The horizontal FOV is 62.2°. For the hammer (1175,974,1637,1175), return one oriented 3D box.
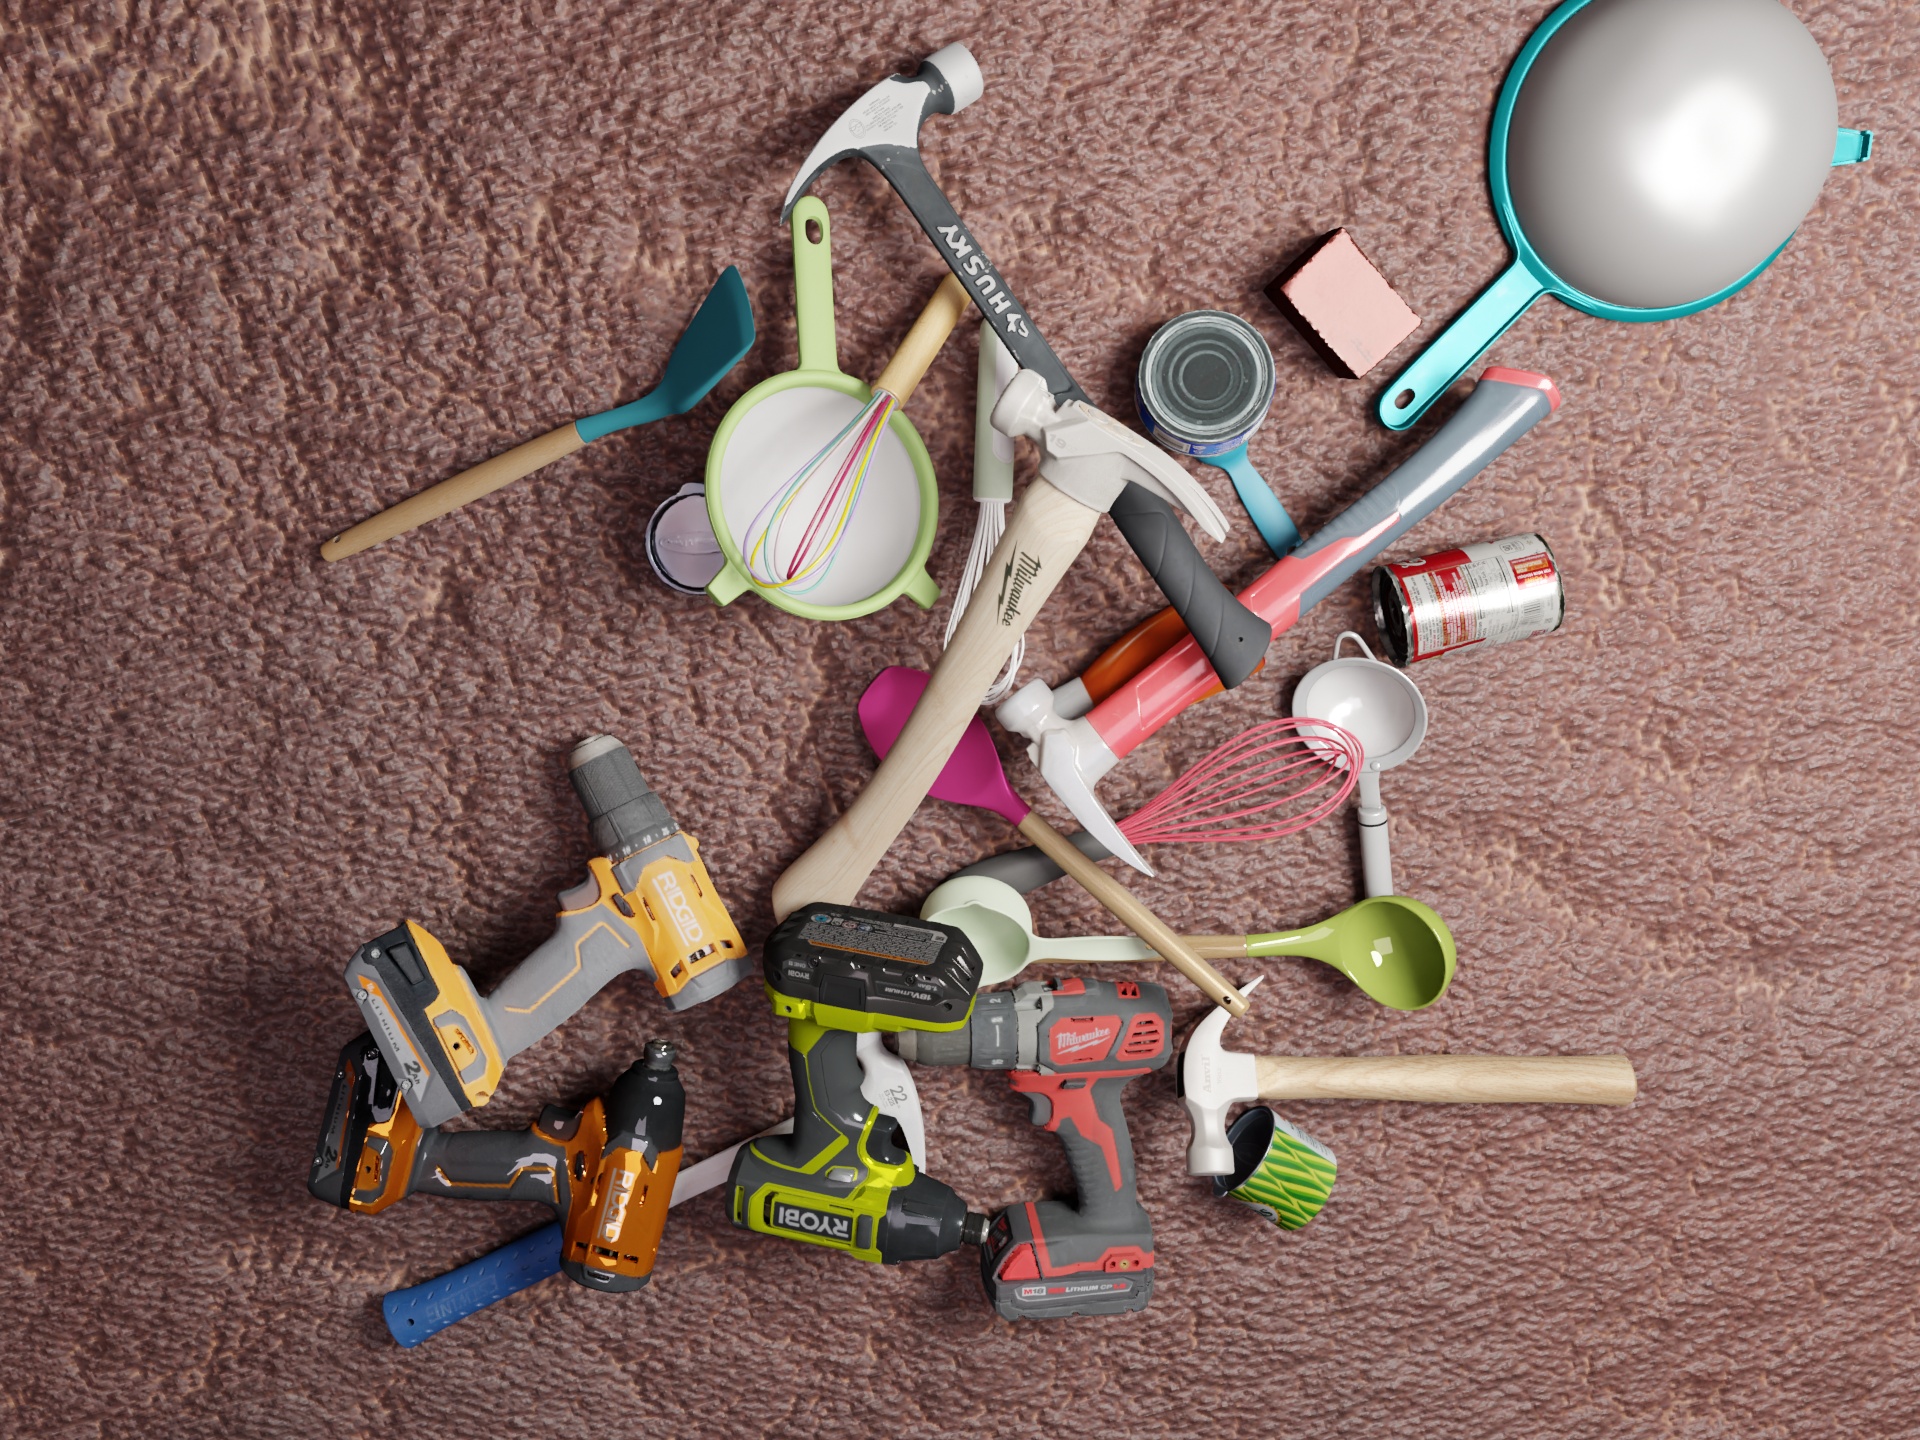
[{"bbox_3d":[0.308,0.243,1.092,0.331,0.031,0.130,2,69,-11],"label":"hammer"}]

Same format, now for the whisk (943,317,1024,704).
[{"bbox_3d":[0.020,-0.132,1.001,0.057,0.059,0.246,-6,103,-41],"label":"whisk"}]

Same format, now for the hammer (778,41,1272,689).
[{"bbox_3d":[0.054,-0.192,0.936,0.149,0.036,0.409,-36,93,-12],"label":"hammer"}]

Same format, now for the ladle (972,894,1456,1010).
[{"bbox_3d":[0.164,0.156,1.060,0.320,0.062,0.078,-2,106,6],"label":"ladle"}]

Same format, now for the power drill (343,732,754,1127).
[{"bbox_3d":[-0.267,0.128,1.001,0.226,0.084,0.185,-26,89,-20],"label":"power drill"}]

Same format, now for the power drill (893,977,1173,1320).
[{"bbox_3d":[0.050,0.287,1.088,0.188,0.080,0.226,-2,101,-5],"label":"power drill"}]

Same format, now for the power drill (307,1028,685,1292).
[{"bbox_3d":[-0.295,0.269,1.051,0.226,0.084,0.164,15,93,0],"label":"power drill"}]

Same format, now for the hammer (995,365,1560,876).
[{"bbox_3d":[0.214,-0.070,0.977,0.386,0.038,0.143,-39,87,5],"label":"hammer"}]

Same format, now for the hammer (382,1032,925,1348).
[{"bbox_3d":[-0.213,0.340,1.111,0.405,0.035,0.144,-26,103,4],"label":"hammer"}]

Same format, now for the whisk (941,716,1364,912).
[{"bbox_3d":[0.122,0.070,1.043,0.296,0.073,0.073,-21,104,12],"label":"whisk"}]

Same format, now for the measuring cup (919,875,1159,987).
[{"bbox_3d":[0.055,0.137,1.046,0.167,0.038,0.083,1,129,1],"label":"measuring cup"}]

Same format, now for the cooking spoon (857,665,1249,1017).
[{"bbox_3d":[0.060,0.080,1.025,0.319,0.017,0.068,41,100,8],"label":"cooking spoon"}]

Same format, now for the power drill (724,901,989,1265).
[{"bbox_3d":[-0.057,0.240,1.020,0.171,0.080,0.223,9,109,9],"label":"power drill"}]

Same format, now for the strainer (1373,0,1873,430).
[{"bbox_3d":[0.387,-0.299,0.950,0.211,0.095,0.340,43,97,-12],"label":"strainer"}]

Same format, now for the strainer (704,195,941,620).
[{"bbox_3d":[-0.097,-0.186,0.975,0.151,0.069,0.256,-2,87,-29],"label":"strainer"}]

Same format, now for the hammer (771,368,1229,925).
[{"bbox_3d":[-0.002,-0.003,0.970,0.146,0.038,0.410,34,119,3],"label":"hammer"}]

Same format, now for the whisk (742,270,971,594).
[{"bbox_3d":[-0.051,-0.172,0.935,0.051,0.047,0.245,38,67,-21],"label":"whisk"}]

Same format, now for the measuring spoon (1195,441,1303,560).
[{"bbox_3d":[0.188,-0.148,1.015,0.042,0.021,0.128,-34,101,6],"label":"measuring spoon"}]

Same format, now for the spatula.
[{"bbox_3d":[-0.262,-0.175,0.976,0.317,0.082,0.044,-24,142,7],"label":"spatula"}]

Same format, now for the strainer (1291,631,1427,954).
[{"bbox_3d":[0.273,0.055,1.061,0.087,0.050,0.258,0,112,26],"label":"strainer"}]
